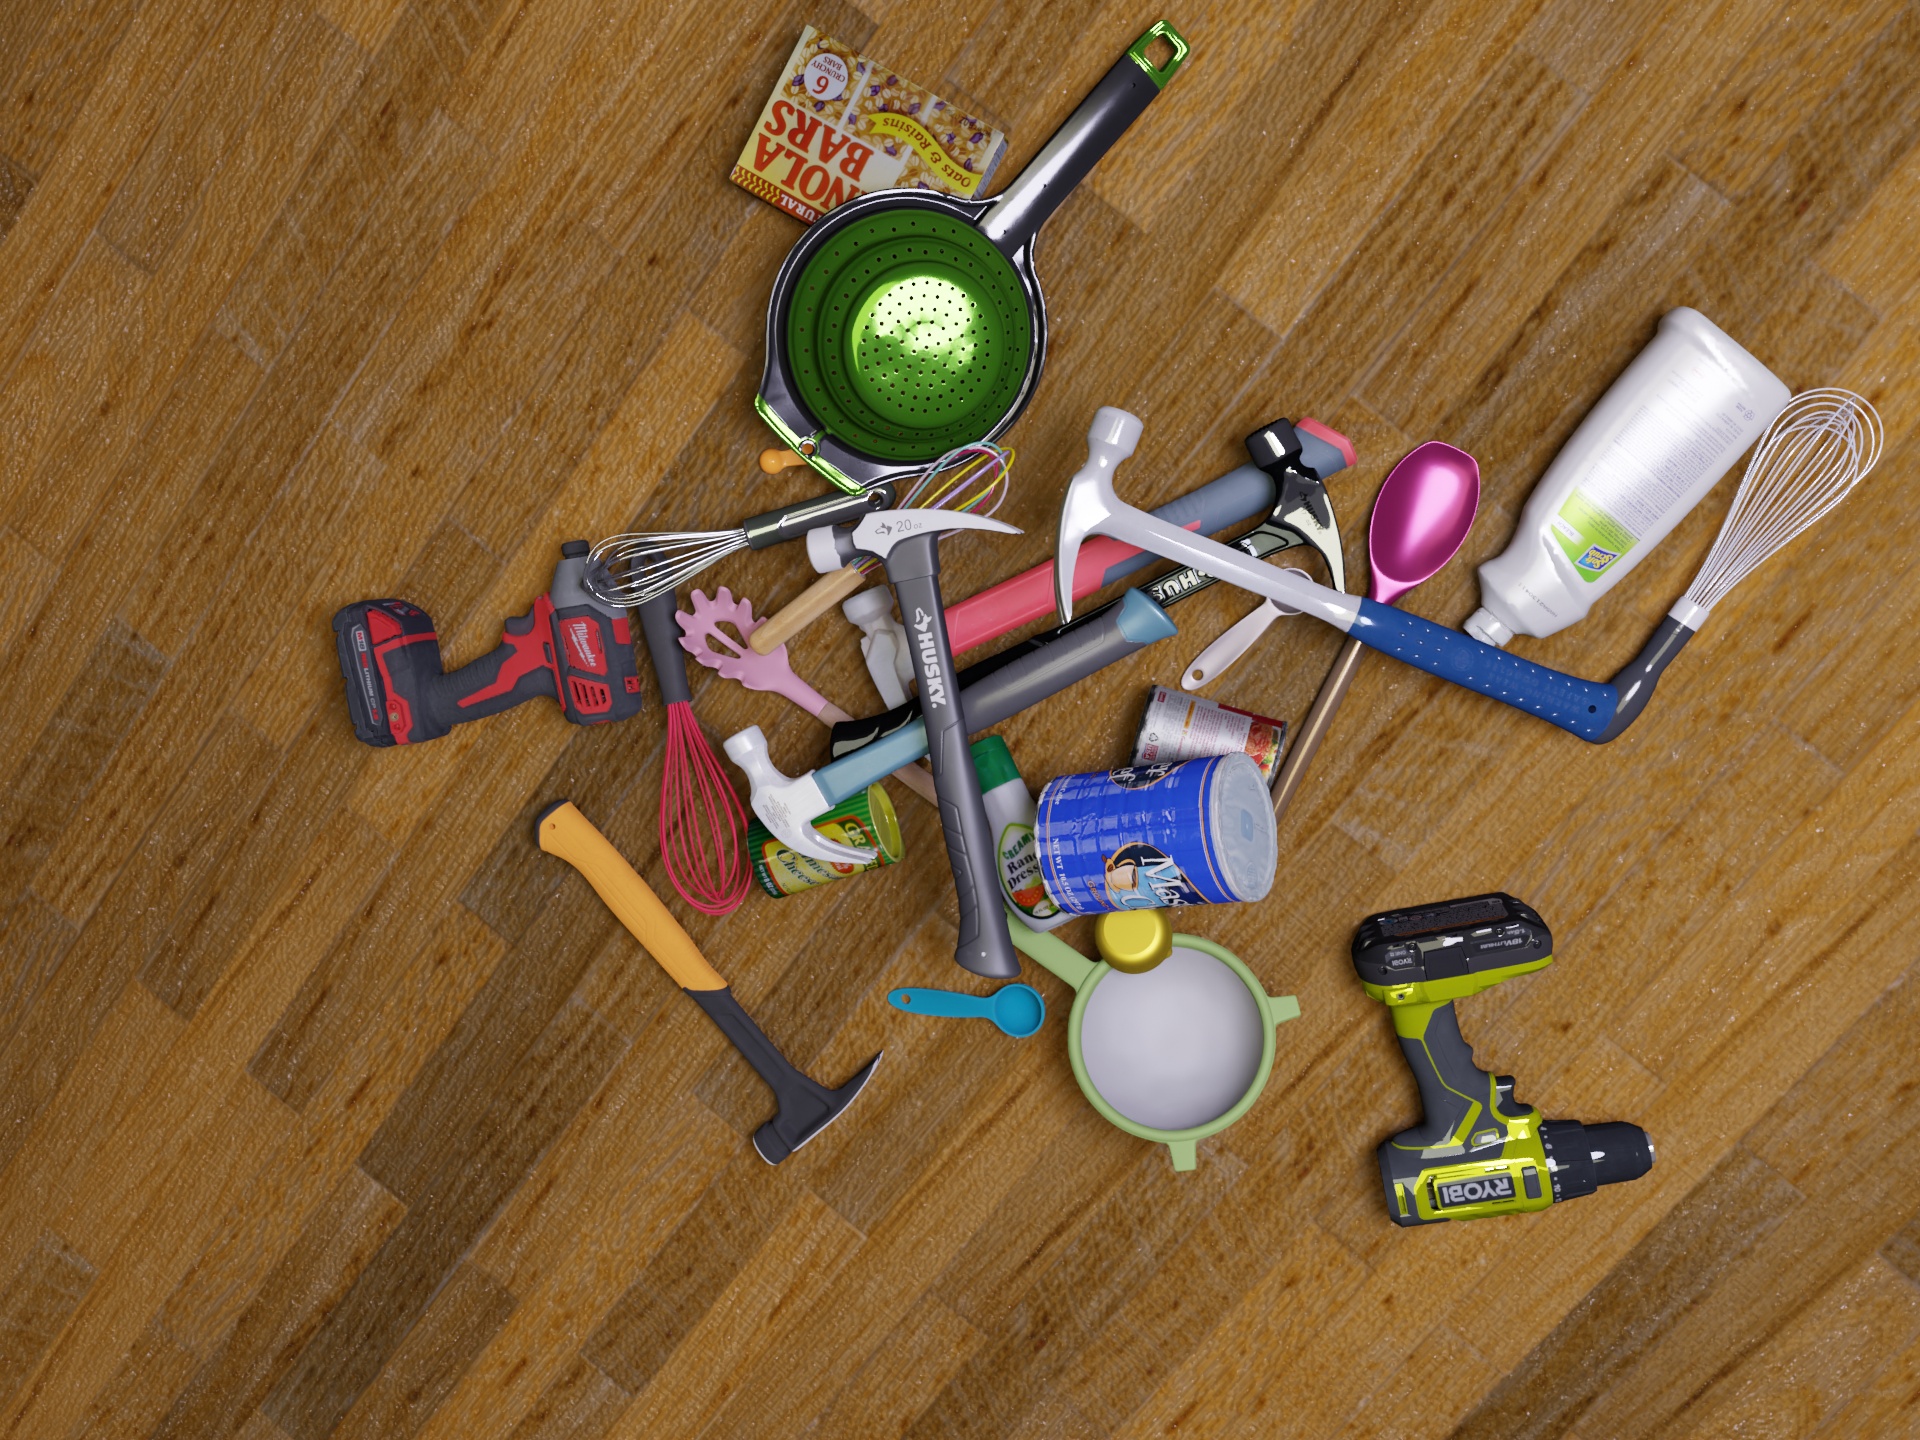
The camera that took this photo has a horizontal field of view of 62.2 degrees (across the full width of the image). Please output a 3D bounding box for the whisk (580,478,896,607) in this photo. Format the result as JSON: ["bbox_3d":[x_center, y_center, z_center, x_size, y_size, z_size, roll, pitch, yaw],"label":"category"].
[{"bbox_3d":[-0.166,-0.137,1.193,0.246,0.059,0.057,-17,119,-1],"label":"whisk"}]

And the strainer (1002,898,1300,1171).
[{"bbox_3d":[0.118,0.211,1.201,0.256,0.069,0.151,33,82,23],"label":"strainer"}]

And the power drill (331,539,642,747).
[{"bbox_3d":[-0.364,-0.057,1.240,0.219,0.078,0.143,-8,96,8],"label":"power drill"}]

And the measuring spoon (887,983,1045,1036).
[{"bbox_3d":[0.006,0.220,1.244,0.128,0.021,0.042,2,97,19],"label":"measuring spoon"}]

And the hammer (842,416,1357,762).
[{"bbox_3d":[0.112,-0.104,1.169,0.386,0.038,0.143,-25,94,12],"label":"hammer"}]

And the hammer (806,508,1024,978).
[{"bbox_3d":[-0.003,0.016,1.101,0.146,0.035,0.335,-10,95,12],"label":"hammer"}]

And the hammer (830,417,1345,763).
[{"bbox_3d":[0.083,-0.055,1.146,0.409,0.036,0.149,-27,96,13],"label":"hammer"}]

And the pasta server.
[{"bbox_3d":[-0.083,0.007,1.217,0.316,0.040,0.060,36,79,2],"label":"pasta server"}]

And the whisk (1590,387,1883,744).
[{"bbox_3d":[0.520,-0.101,1.093,0.070,0.070,0.284,34,107,4],"label":"whisk"}]

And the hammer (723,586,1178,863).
[{"bbox_3d":[-0.002,-0.004,1.133,0.331,0.033,0.128,-28,92,12],"label":"hammer"}]

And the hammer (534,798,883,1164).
[{"bbox_3d":[-0.212,0.191,1.265,0.127,0.034,0.337,-42,89,13],"label":"hammer"}]

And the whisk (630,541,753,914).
[{"bbox_3d":[-0.214,0.005,1.233,0.073,0.073,0.296,-13,88,11],"label":"whisk"}]

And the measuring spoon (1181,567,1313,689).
[{"bbox_3d":[0.210,-0.066,1.172,0.124,0.018,0.034,-43,89,19],"label":"measuring spoon"}]

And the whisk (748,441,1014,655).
[{"bbox_3d":[-0.059,-0.124,1.163,0.245,0.051,0.047,-36,59,14],"label":"whisk"}]

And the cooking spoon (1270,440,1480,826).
[{"bbox_3d":[0.286,-0.051,1.156,0.069,0.017,0.319,25,100,2],"label":"cooking spoon"}]

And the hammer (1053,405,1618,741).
[{"bbox_3d":[0.253,-0.070,1.077,0.405,0.035,0.144,21,91,-7],"label":"hammer"}]

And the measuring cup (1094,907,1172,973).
[{"bbox_3d":[0.148,0.112,1.172,0.062,0.029,0.156,25,81,20],"label":"measuring cup"}]

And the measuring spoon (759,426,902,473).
[{"bbox_3d":[-0.098,-0.206,1.205,0.117,0.011,0.021,-9,96,11],"label":"measuring spoon"}]

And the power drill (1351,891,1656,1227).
[{"bbox_3d":[0.386,0.248,1.149,0.190,0.080,0.228,-12,98,11],"label":"power drill"}]

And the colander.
[{"bbox_3d":[0.024,-0.324,1.100,0.204,0.095,0.397,40,97,-20],"label":"colander"}]
